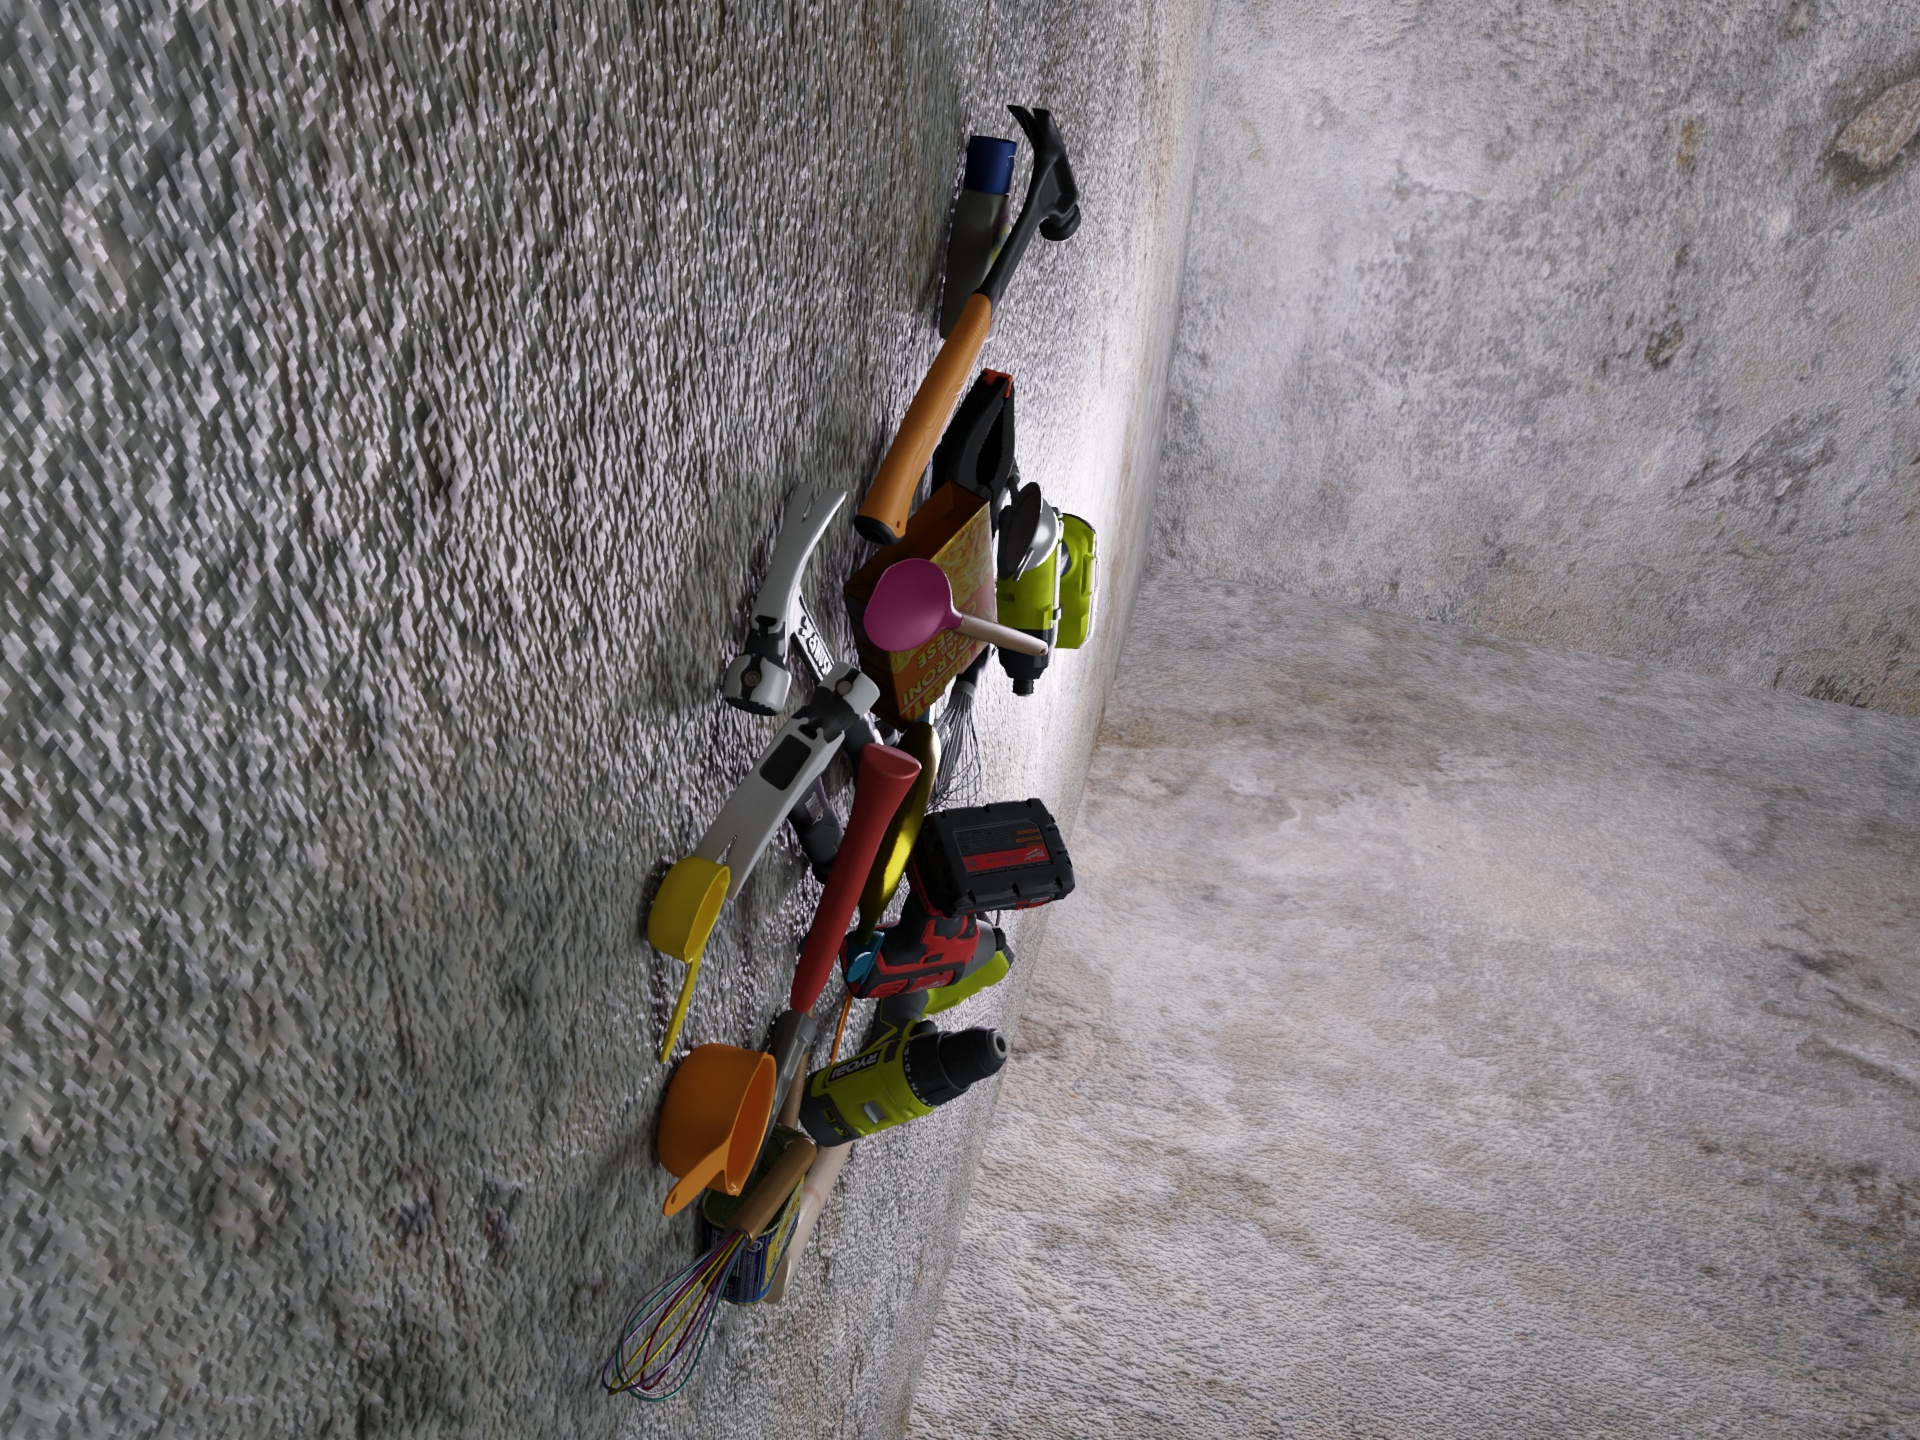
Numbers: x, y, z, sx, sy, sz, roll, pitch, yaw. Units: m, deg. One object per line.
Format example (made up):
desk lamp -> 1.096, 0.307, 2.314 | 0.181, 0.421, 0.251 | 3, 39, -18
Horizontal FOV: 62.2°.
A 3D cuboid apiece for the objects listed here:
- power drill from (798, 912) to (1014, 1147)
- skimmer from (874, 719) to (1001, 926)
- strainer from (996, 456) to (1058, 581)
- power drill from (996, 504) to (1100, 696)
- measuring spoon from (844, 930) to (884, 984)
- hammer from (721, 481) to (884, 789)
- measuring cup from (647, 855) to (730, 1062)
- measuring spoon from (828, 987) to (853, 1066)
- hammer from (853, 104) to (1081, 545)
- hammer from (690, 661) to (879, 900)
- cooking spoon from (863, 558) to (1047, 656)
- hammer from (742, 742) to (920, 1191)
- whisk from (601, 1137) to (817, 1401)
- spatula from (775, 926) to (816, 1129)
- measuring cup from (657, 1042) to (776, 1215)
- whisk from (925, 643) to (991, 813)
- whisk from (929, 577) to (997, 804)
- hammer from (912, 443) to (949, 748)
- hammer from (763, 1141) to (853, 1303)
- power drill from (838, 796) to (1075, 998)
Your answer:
power drill -> -0.028, 0.258, 1.375 | 0.080, 0.190, 0.229 | 56, 26, -17
skimmer -> -0.031, 0.121, 1.437 | 0.127, 0.090, 0.363 | -32, 151, -14
strainer -> 0.047, -0.207, 1.381 | 0.086, 0.050, 0.259 | -58, -148, 40
power drill -> 0.077, -0.119, 1.507 | 0.223, 0.080, 0.171 | -33, 126, -75
measuring spoon -> -0.078, 0.173, 1.156 | 0.128, 0.021, 0.042 | 39, 74, -84
hammer -> -0.086, -0.022, 1.097 | 0.408, 0.036, 0.149 | 73, 30, -72
measuring cup -> -0.164, 0.139, 0.900 | 0.062, 0.029, 0.156 | -62, 174, -53
measuring spoon -> -0.104, 0.277, 1.449 | 0.021, 0.011, 0.117 | 64, 39, -75
hammer -> 0.003, -0.277, 1.145 | 0.337, 0.034, 0.127 | -66, 157, -16
hammer -> -0.100, 0.070, 1.049 | 0.146, 0.035, 0.334 | -53, 171, -12
cooking spoon -> 0.004, -0.072, 1.195 | 0.069, 0.017, 0.318 | -64, 157, 6
hammer -> -0.095, 0.157, 1.051 | 0.149, 0.036, 0.358 | -67, 180, -51
whisk -> -0.153, 0.350, 1.036 | 0.245, 0.051, 0.047 | -44, 153, -58
spatula -> -0.115, 0.246, 1.249 | 0.082, 0.044, 0.317 | -63, 165, -73
measuring cup -> -0.162, 0.250, 0.950 | 0.173, 0.052, 0.095 | -27, 129, -76
whisk -> -0.003, -0.004, 1.348 | 0.285, 0.070, 0.070 | -76, 174, -58
whisk -> 0.002, -0.030, 1.587 | 0.055, 0.055, 0.239 | -28, 134, -78
hammer -> -0.024, -0.086, 1.380 | 0.128, 0.033, 0.330 | -65, 164, -57
hammer -> -0.110, 0.392, 1.497 | 0.411, 0.038, 0.146 | -60, 161, -60
power drill -> -0.001, 0.150, 1.255 | 0.219, 0.143, 0.079 | -57, -134, 51
